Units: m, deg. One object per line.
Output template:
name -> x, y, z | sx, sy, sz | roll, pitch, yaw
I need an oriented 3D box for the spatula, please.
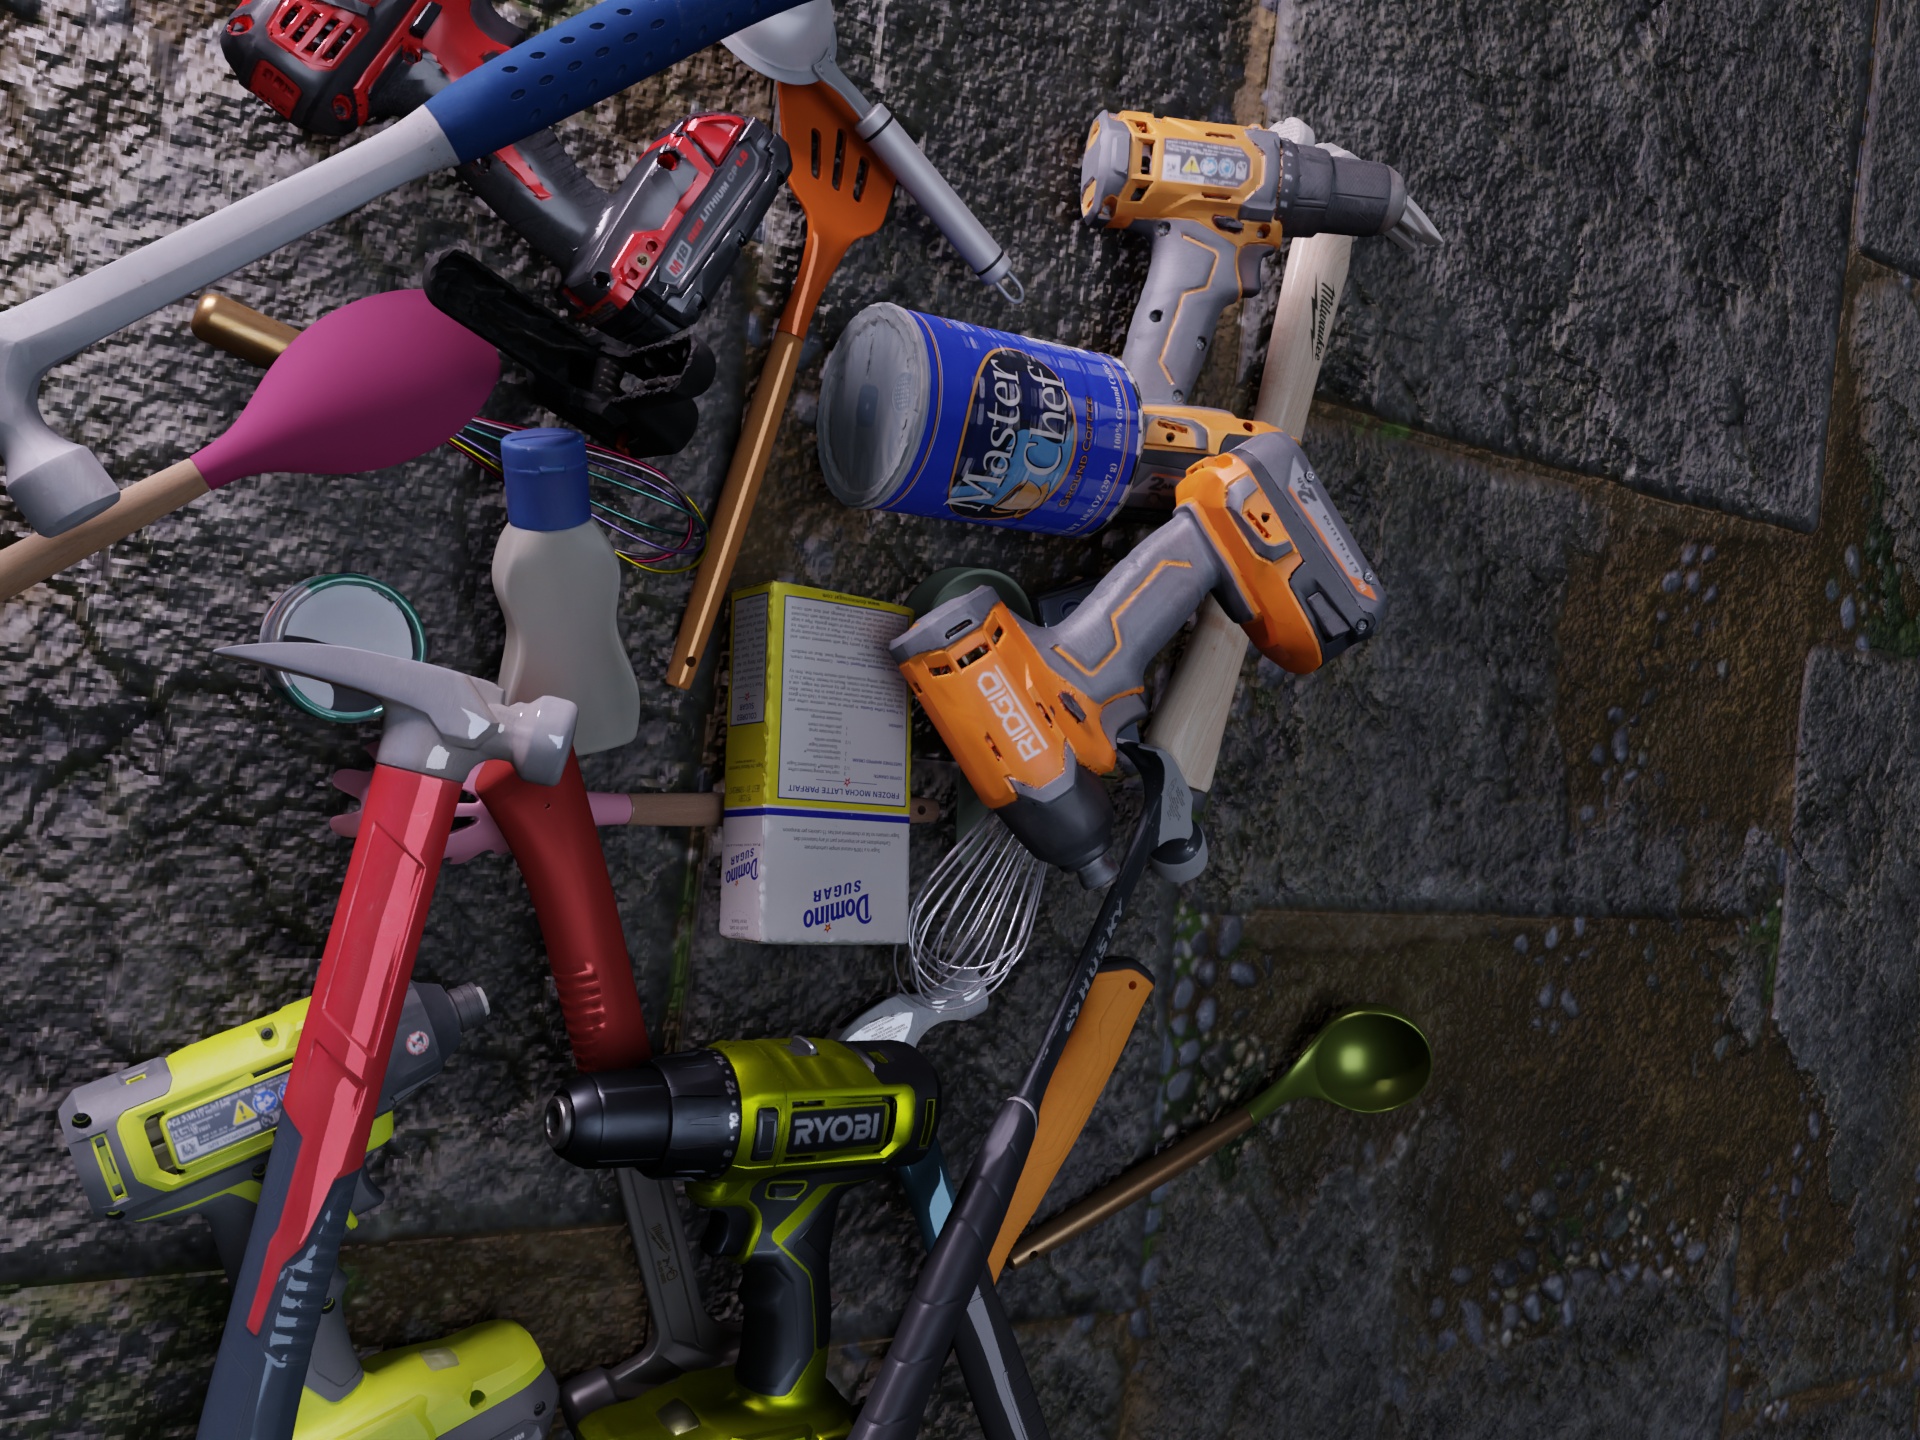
spatula -> -0.098, -0.171, 0.810 | 0.081, 0.041, 0.322 | 19, 87, -34

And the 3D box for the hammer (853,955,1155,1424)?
hammer -> 0.028, 0.288, 0.904 | 0.127, 0.034, 0.337 | 35, 72, -14

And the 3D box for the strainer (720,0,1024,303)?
strainer -> -0.048, -0.312, 0.808 | 0.258, 0.050, 0.087 | 45, 49, -24

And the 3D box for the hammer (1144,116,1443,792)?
hammer -> 0.198, -0.153, 0.992 | 0.146, 0.038, 0.411 | 20, 83, -33

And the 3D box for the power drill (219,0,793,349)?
power drill -> -0.193, -0.279, 0.711 | 0.219, 0.078, 0.143 | 35, 75, -26

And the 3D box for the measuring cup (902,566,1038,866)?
measuring cup -> -0.001, -0.003, 0.878 | 0.083, 0.038, 0.167 | -8, 107, -34

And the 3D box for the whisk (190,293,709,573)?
whisk -> -0.221, -0.127, 0.722 | 0.244, 0.051, 0.047 | 23, 87, -29

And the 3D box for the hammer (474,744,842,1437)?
hammer -> -0.155, 0.169, 0.764 | 0.149, 0.037, 0.359 | -20, 111, -30

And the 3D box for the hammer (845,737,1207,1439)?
hammer -> 0.039, 0.190, 0.829 | 0.409, 0.036, 0.149 | -62, 151, -27

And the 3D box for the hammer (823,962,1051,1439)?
hammer -> 0.005, 0.308, 0.857 | 0.128, 0.033, 0.331 | -20, 89, -22

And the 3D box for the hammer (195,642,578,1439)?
hammer -> -0.270, 0.162, 0.633 | 0.143, 0.038, 0.386 | 15, 83, -13

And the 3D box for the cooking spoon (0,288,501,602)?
cooking spoon -> -0.333, -0.087, 0.646 | 0.319, 0.017, 0.068 | -34, 108, -19

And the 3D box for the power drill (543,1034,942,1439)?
power drill -> -0.113, 0.261, 0.747 | 0.190, 0.080, 0.228 | 6, 95, -37

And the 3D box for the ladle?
ladle -> 0.166, 0.263, 0.990 | 0.320, 0.062, 0.078 | -22, 111, -27

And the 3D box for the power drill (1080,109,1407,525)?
power drill -> 0.157, -0.225, 0.904 | 0.185, 0.084, 0.226 | 4, 90, -7

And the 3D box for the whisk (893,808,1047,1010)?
whisk -> 0.048, 0.031, 0.867 | 0.070, 0.070, 0.285 | 41, 68, -28

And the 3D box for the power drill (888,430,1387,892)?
power drill -> 0.098, -0.028, 0.811 | 0.226, 0.084, 0.164 | -32, 94, -9

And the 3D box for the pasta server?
pasta server -> -0.145, 0.043, 0.793 | 0.316, 0.040, 0.060 | 3, 92, -37

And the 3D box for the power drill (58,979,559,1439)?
power drill -> -0.267, 0.233, 0.699 | 0.171, 0.080, 0.223 | -20, 101, -29

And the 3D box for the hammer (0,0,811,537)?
hammer -> -0.222, -0.237, 0.640 | 0.405, 0.035, 0.144 | -34, 109, -15
